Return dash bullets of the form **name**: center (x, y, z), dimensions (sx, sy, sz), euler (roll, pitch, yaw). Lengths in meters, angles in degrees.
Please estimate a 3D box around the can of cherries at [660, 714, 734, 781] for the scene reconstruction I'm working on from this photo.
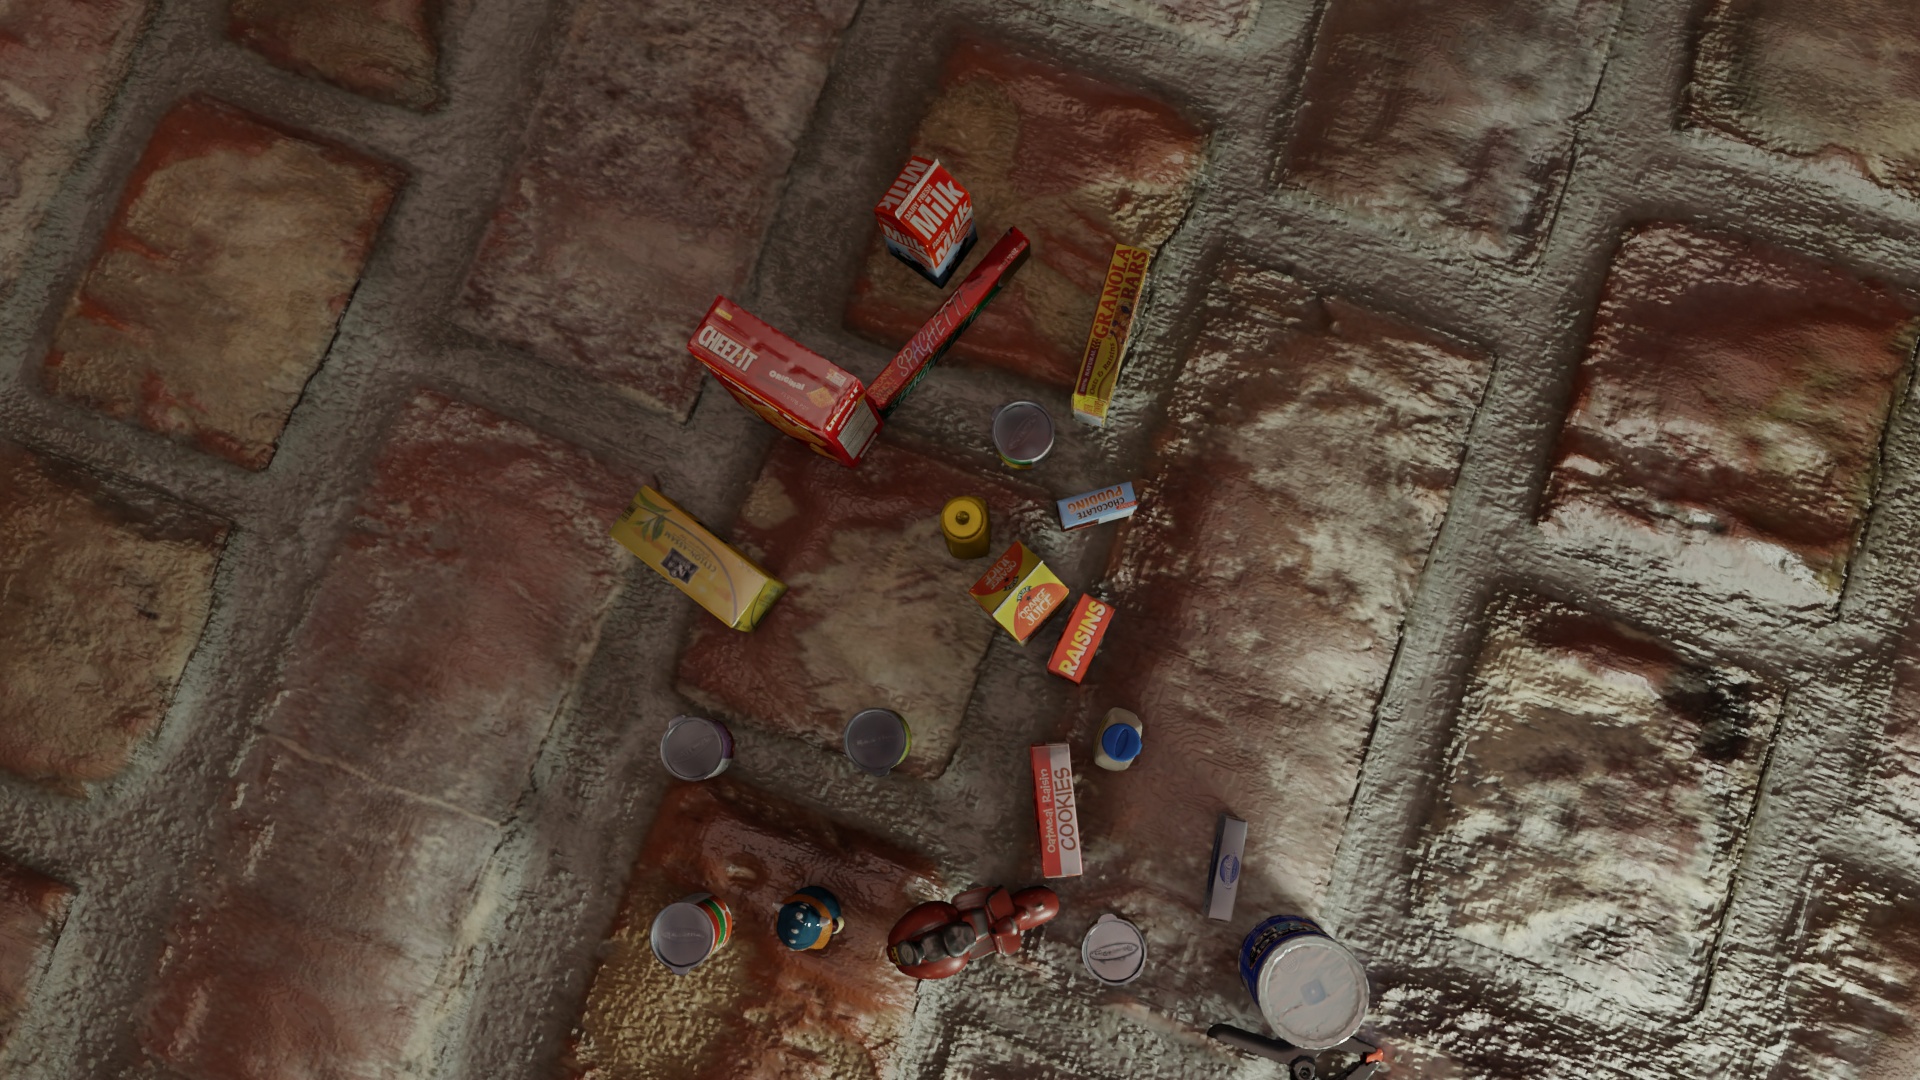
- **can of cherries**: center (-0.276, 0.216, 1.460), dimensions (0.071, 0.058, 0.071), euler (0, 83, 4)

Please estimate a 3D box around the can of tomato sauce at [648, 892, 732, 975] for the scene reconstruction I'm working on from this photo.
- **can of tomato sauce**: center (-0.274, 0.401, 1.423), dimensions (0.071, 0.083, 0.071), euler (0, 83, 4)

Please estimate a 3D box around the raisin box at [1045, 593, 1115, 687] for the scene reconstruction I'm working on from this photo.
- **raisin box**: center (0.122, 0.103, 1.417), dimensions (0.040, 0.123, 0.086), euler (26, 85, 7)

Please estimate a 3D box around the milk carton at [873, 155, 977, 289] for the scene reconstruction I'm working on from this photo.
- **milk carton**: center (-0.036, -0.336, 1.452), dimensions (0.073, 0.190, 0.072), euler (36, 87, 7)

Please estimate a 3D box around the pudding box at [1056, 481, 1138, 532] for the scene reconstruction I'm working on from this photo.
- **pudding box**: center (0.144, -0.035, 1.472), dimensions (0.084, 0.049, 0.030), euler (-15, 82, 2)

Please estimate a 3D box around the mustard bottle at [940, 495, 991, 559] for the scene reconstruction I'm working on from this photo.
- **mustard bottle**: center (0.005, -0.018, 1.422), dimensions (0.049, 0.160, 0.065), euler (-4, 83, 3)

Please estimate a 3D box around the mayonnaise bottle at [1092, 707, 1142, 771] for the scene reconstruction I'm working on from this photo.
- **mayonnaise bottle**: center (0.158, 0.200, 1.389), dimensions (0.041, 0.148, 0.065), euler (19, 85, 6)

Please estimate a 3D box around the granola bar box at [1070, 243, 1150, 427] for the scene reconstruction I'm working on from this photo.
- **granola bar box**: center (0.155, -0.213, 1.457), dimensions (0.039, 0.124, 0.165), euler (16, 84, 6)

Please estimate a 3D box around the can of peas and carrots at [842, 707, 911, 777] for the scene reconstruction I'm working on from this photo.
- **can of peas and carrots**: center (-0.085, 0.210, 1.449), dimensions (0.071, 0.058, 0.071), euler (0, 83, 4)

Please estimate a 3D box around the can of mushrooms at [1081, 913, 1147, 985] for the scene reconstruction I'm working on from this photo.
- **can of mushrooms**: center (0.156, 0.415, 1.418), dimensions (0.071, 0.033, 0.071), euler (0, 82, 4)

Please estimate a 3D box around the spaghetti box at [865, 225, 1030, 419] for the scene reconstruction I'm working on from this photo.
- **spaghetti box**: center (-0.014, -0.235, 1.508), dimensions (0.029, 0.050, 0.250), euler (41, 87, 7)

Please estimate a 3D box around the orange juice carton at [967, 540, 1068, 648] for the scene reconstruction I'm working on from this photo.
- **orange juice carton**: center (0.060, 0.055, 1.393), dimensions (0.073, 0.192, 0.072), euler (44, 88, 8)

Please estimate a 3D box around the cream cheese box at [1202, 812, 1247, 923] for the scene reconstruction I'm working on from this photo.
- **cream cheese box**: center (0.269, 0.332, 1.413), dimensions (0.024, 0.053, 0.104), euler (11, 83, 5)

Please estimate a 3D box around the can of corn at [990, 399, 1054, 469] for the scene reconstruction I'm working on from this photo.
- **can of corn**: center (0.065, -0.114, 1.483), dimensions (0.071, 0.058, 0.071), euler (0, 83, 4)

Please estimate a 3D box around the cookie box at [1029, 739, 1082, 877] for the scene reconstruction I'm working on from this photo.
- **cookie box**: center (0.094, 0.261, 1.375), dimensions (0.040, 0.167, 0.123), euler (-6, 82, 3)
